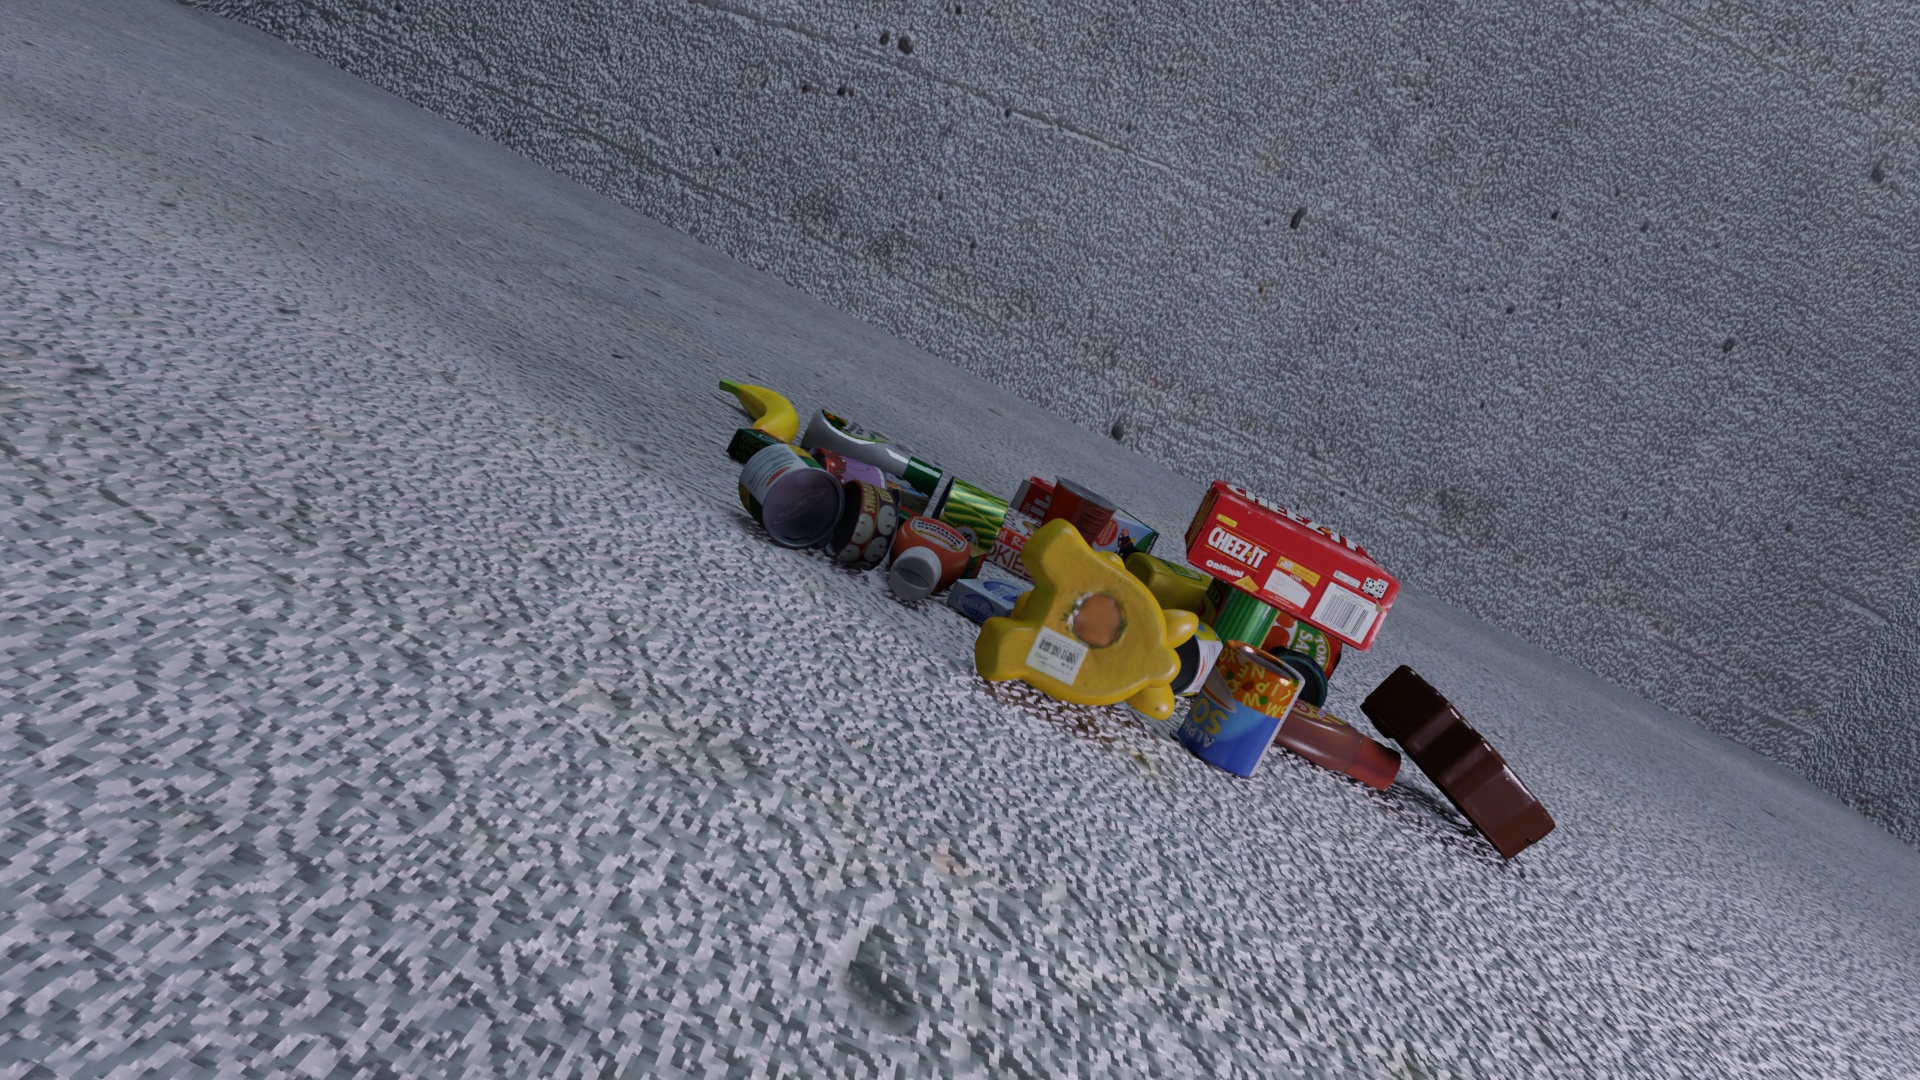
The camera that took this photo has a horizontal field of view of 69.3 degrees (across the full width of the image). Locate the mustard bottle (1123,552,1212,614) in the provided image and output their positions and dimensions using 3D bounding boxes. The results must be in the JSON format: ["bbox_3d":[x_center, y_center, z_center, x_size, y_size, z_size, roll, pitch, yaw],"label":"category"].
[{"bbox_3d":[0.245,0.054,1.546,0.160,0.048,0.065,16,16,-41],"label":"mustard bottle"}]

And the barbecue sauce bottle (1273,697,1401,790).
[{"bbox_3d":[0.296,0.162,1.171,0.148,0.043,0.065,27,11,1],"label":"barbecue sauce bottle"}]

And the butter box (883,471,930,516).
[{"bbox_3d":[-0.082,-0.051,1.358,0.053,0.024,0.103,35,14,38],"label":"butter box"}]

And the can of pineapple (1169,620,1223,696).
[{"bbox_3d":[0.177,0.096,1.152,0.071,0.071,0.058,32,12,29],"label":"can of pineapple"}]

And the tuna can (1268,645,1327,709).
[{"bbox_3d":[0.293,0.130,1.244,0.071,0.071,0.033,29,11,16],"label":"tuna can"}]

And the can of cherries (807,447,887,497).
[{"bbox_3d":[-0.101,-0.036,1.136,0.058,0.071,0.071,19,13,-33],"label":"can of cherries"}]

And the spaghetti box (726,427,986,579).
[{"bbox_3d":[-0.094,-0.034,1.239,0.250,0.028,0.050,29,10,13],"label":"spaghetti box"}]

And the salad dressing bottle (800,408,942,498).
[{"bbox_3d":[-0.092,-0.088,1.454,0.148,0.044,0.064,25,12,-5],"label":"salad dressing bottle"}]

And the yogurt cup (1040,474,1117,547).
[{"bbox_3d":[0.117,-0.026,1.399,0.072,0.054,0.072,26,11,-5],"label":"yogurt cup"}]

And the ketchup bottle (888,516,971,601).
[{"bbox_3d":[-0.029,0.017,1.114,0.065,0.043,0.149,26,11,1],"label":"ketchup bottle"}]

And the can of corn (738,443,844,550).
[{"bbox_3d":[-0.129,-0.033,1.063,0.071,0.071,0.058,19,13,-34],"label":"can of corn"}]

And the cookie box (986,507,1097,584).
[{"bbox_3d":[0.073,0.009,1.387,0.167,0.040,0.123,27,11,6],"label":"cookie box"}]

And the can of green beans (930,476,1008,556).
[{"bbox_3d":[0.005,-0.018,1.293,0.058,0.071,0.071,25,11,-7],"label":"can of green beans"}]

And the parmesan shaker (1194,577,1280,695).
[{"bbox_3d":[0.232,0.086,1.223,0.071,0.103,0.071,25,10,-5],"label":"parmesan shaker"}]

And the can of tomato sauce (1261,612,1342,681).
[{"bbox_3d":[0.346,0.113,1.452,0.083,0.071,0.071,25,11,-1],"label":"can of tomato sauce"}]

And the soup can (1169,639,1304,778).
[{"bbox_3d":[0.207,0.124,1.040,0.071,0.083,0.071,25,11,-5],"label":"soup can"}]

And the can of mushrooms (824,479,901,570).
[{"bbox_3d":[-0.077,-0.014,1.077,0.033,0.071,0.071,19,13,-27],"label":"can of mushrooms"}]

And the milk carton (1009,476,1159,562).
[{"bbox_3d":[0.119,-0.013,1.513,0.190,0.072,0.073,18,13,-40],"label":"milk carton"}]

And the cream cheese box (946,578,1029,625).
[{"bbox_3d":[0.034,0.053,1.137,0.053,0.024,0.104,29,11,23],"label":"cream cheese box"}]
